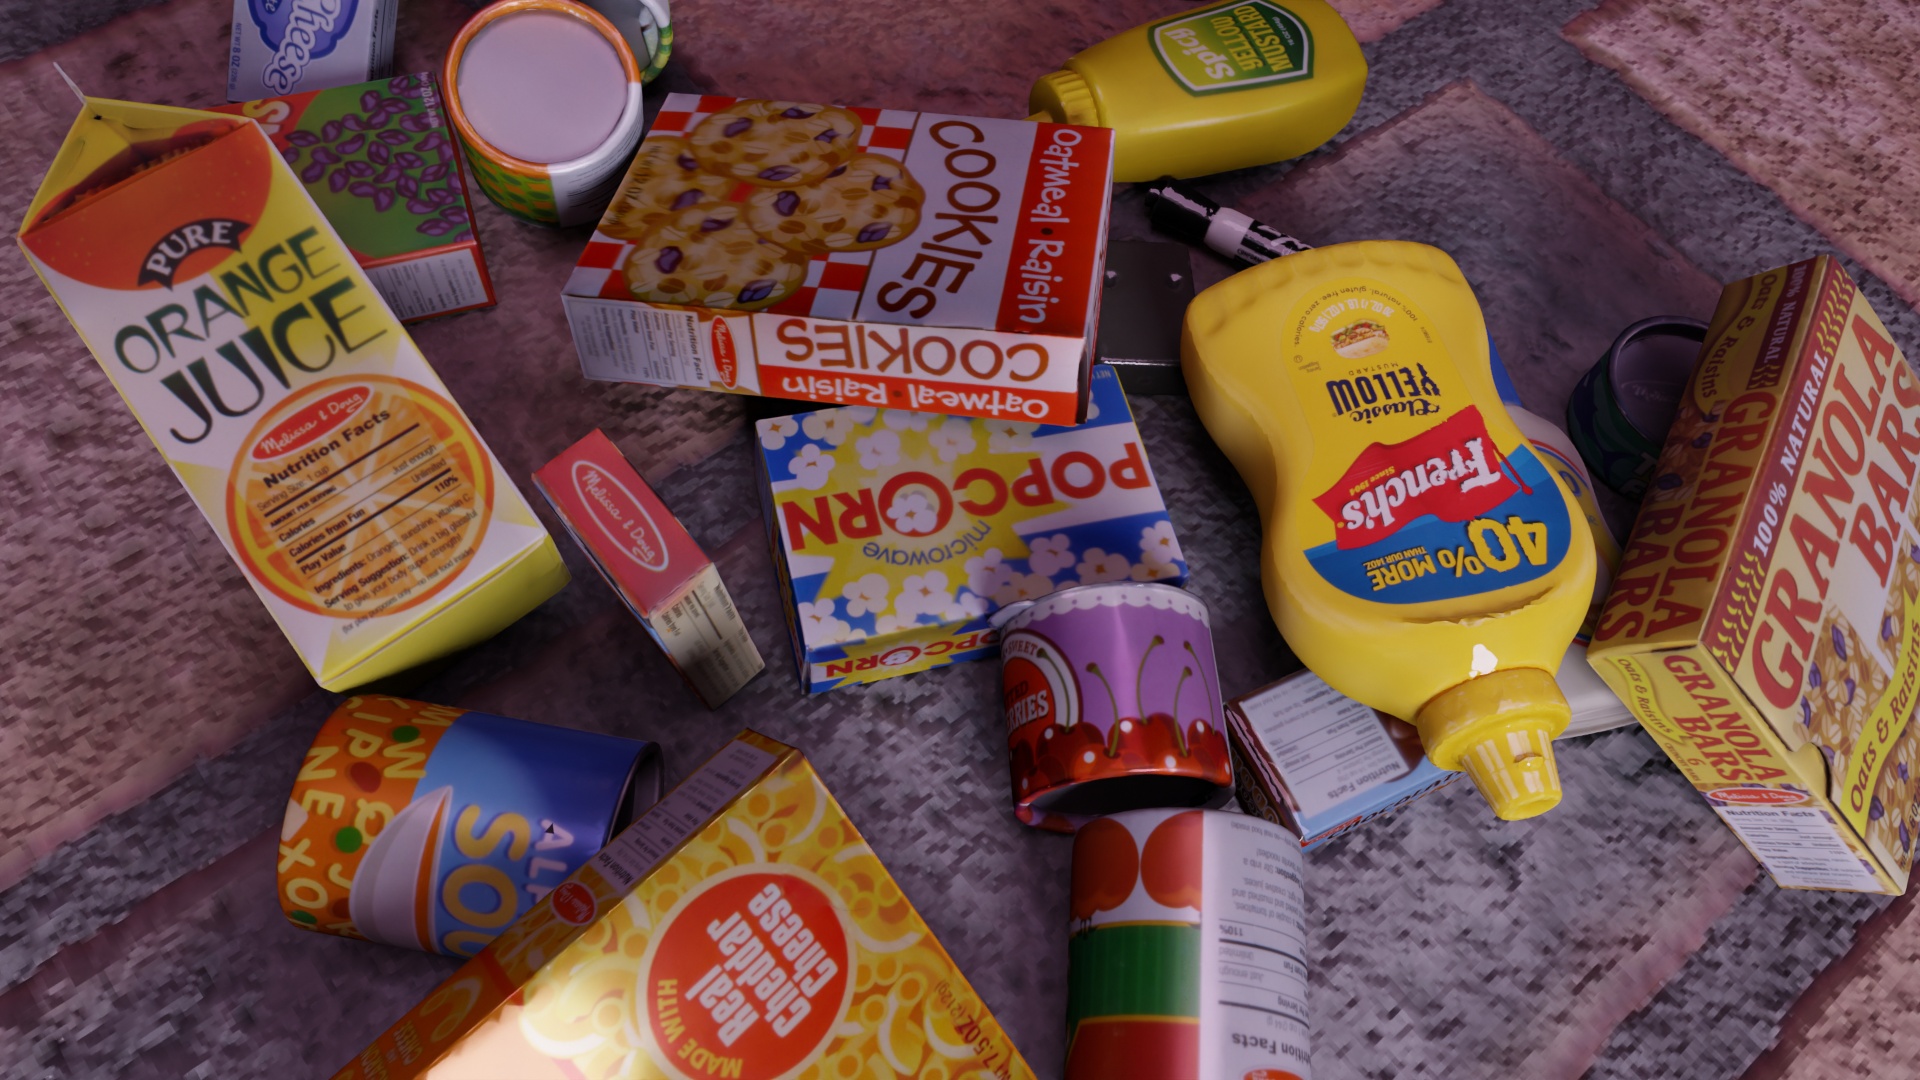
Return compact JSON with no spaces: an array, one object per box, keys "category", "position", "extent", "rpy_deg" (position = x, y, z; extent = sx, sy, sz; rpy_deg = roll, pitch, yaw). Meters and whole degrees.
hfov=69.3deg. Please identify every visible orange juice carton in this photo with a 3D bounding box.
[{"category":"orange juice carton","position":[-0.202,-0.050,0.413],"extent":[0.073,0.071,0.193],"rpy_deg":[-35,86,-16]}]

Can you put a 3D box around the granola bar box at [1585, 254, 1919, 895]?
[{"category":"granola bar box","position":[0.273,0.009,0.447],"extent":[0.124,0.039,0.166],"rpy_deg":[44,62,-20]}]

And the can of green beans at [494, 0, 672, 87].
[{"category":"can of green beans","position":[-0.146,-0.214,0.537],"extent":[0.071,0.071,0.058],"rpy_deg":[-6,64,-9]}]

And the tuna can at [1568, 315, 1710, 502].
[{"category":"tuna can","position":[0.262,-0.045,0.511],"extent":[0.071,0.032,0.071],"rpy_deg":[3,62,-5]}]

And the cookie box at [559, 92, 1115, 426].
[{"category":"cookie box","position":[-0.034,-0.100,0.480],"extent":[0.167,0.040,0.123],"rpy_deg":[6,48,6]}]

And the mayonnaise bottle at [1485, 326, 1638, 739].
[{"category":"mayonnaise bottle","position":[0.191,-0.007,0.478],"extent":[0.065,0.041,0.148],"rpy_deg":[-8,64,-13]}]

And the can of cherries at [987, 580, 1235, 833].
[{"category":"can of cherries","position":[0.043,0.052,0.416],"extent":[0.071,0.071,0.058],"rpy_deg":[-1,64,-7]}]

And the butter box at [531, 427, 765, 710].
[{"category":"butter box","position":[-0.087,0.012,0.403],"extent":[0.024,0.103,0.053],"rpy_deg":[-38,74,-13]}]

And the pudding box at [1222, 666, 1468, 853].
[{"category":"pudding box","position":[0.126,0.062,0.441],"extent":[0.084,0.030,0.050],"rpy_deg":[-21,65,-16]}]

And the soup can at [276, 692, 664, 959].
[{"category":"soup can","position":[-0.131,0.082,0.380],"extent":[0.084,0.071,0.071],"rpy_deg":[10,62,0]}]

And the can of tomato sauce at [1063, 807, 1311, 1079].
[{"category":"can of tomato sauce","position":[0.060,0.123,0.382],"extent":[0.071,0.071,0.083],"rpy_deg":[7,61,-3]}]

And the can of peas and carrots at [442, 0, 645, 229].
[{"category":"can of peas and carrots","position":[-0.149,-0.154,0.497],"extent":[0.071,0.058,0.071],"rpy_deg":[1,84,-12]}]

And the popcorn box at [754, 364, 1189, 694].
[{"category":"popcorn box","position":[0.002,-0.006,0.458],"extent":[0.127,0.038,0.085],"rpy_deg":[-10,64,-11]}]

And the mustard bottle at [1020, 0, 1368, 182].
[{"category":"mustard bottle","position":[0.080,-0.173,0.550],"extent":[0.161,0.048,0.065],"rpy_deg":[-18,64,-15]}]

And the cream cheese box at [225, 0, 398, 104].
[{"category":"cream cheese box","position":[-0.240,-0.211,0.520],"extent":[0.053,0.024,0.103],"rpy_deg":[8,97,-4]}]

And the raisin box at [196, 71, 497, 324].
[{"category":"raisin box","position":[-0.236,-0.112,0.488],"extent":[0.123,0.040,0.086],"rpy_deg":[-15,66,-13]}]

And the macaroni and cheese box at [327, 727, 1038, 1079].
[{"category":"macaroni and cheese box","position":[-0.075,0.147,0.335],"extent":[0.167,0.040,0.123],"rpy_deg":[-40,108,-22]}]
